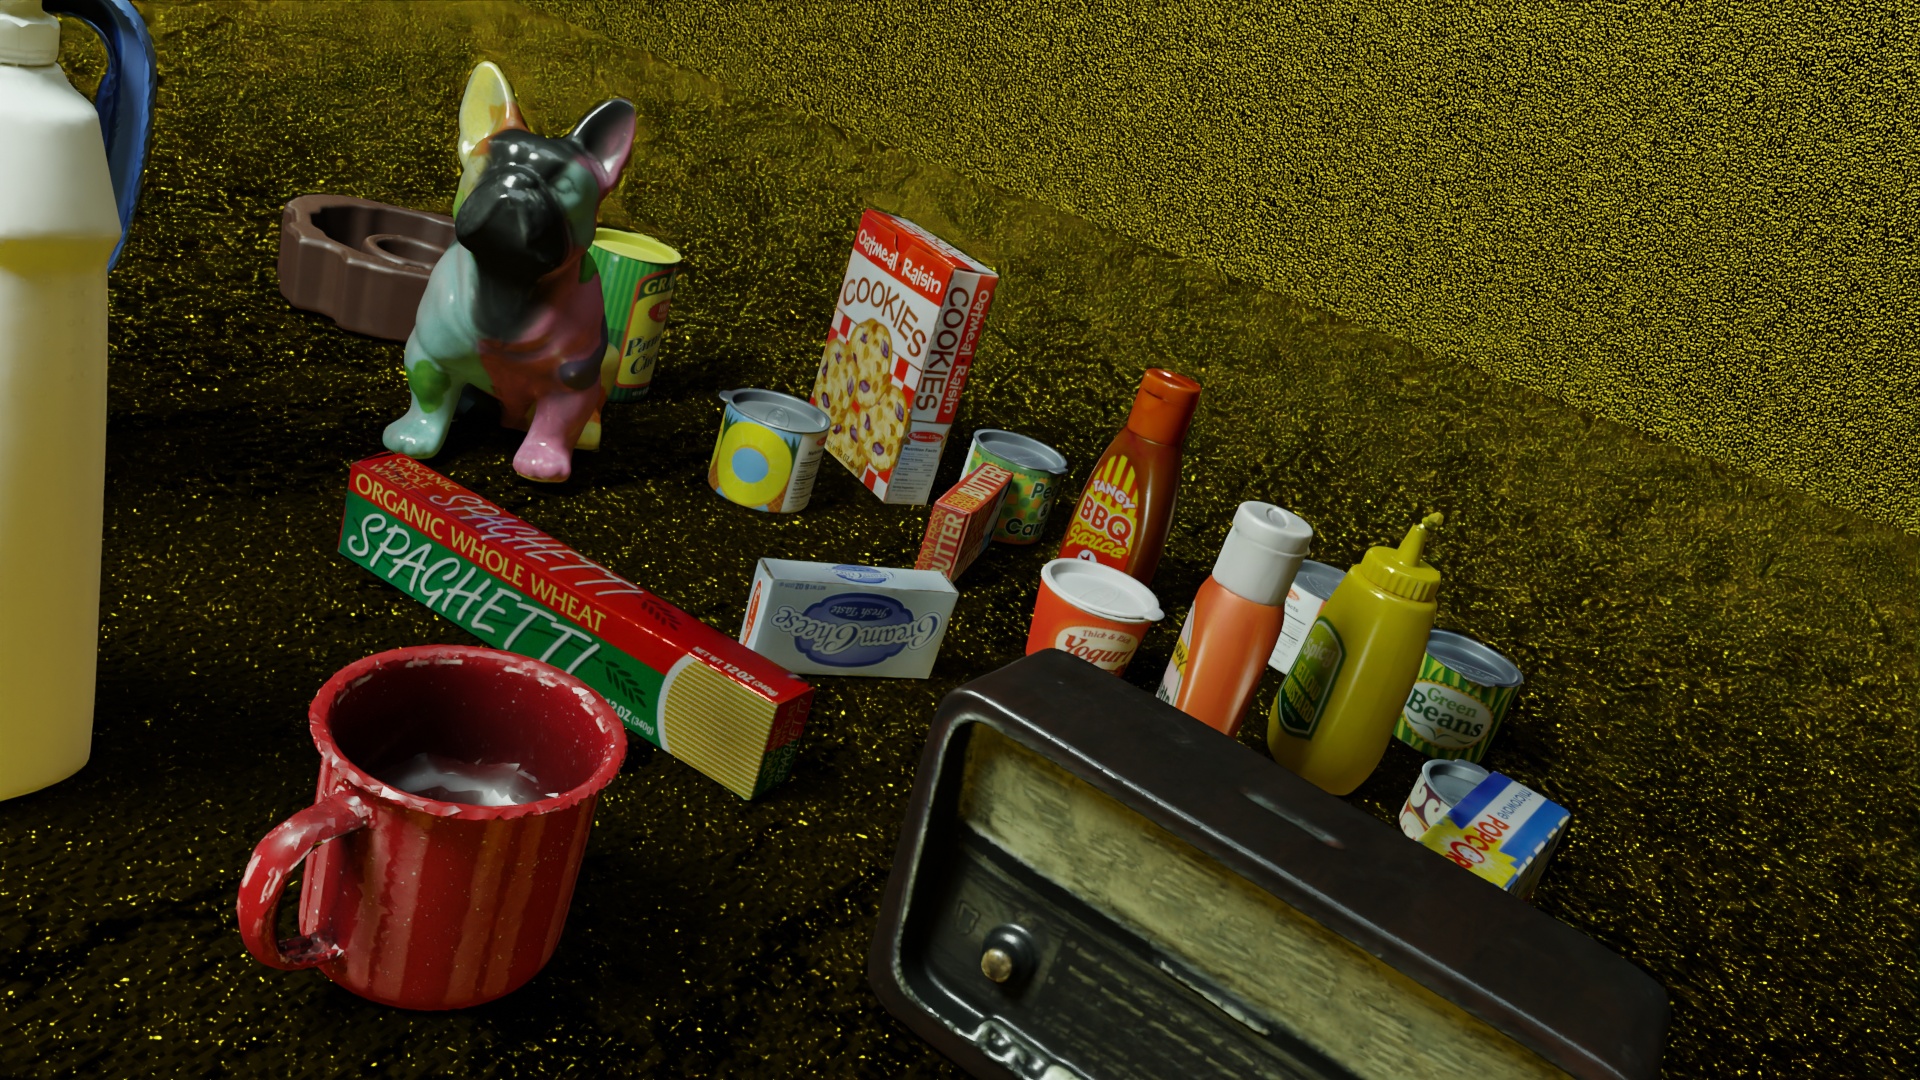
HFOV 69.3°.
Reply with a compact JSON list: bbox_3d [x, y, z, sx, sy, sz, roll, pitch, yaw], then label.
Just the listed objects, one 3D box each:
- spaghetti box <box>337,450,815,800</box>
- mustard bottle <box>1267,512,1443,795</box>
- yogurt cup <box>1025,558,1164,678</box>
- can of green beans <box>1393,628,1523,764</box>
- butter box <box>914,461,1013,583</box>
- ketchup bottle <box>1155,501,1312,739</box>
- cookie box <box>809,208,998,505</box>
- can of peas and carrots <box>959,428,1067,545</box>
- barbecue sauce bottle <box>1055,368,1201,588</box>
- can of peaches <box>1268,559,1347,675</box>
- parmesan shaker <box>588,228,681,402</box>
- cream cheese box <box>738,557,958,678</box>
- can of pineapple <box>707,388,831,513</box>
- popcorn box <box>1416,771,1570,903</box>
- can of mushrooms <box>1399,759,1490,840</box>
[{"bbox_3d":[-0.177,0.032,0.614,0.250,0.050,0.029,26,22,20],"label":"spaghetti box"},{"bbox_3d":[0.212,0.054,0.727,0.049,0.159,0.065,12,21,-16],"label":"mustard bottle"},{"bbox_3d":[0.070,0.048,0.773,0.072,0.053,0.073,16,21,-6],"label":"yogurt cup"},{"bbox_3d":[0.295,0.094,0.839,0.071,0.057,0.071,16,21,-6],"label":"can of green beans"},{"bbox_3d":[0.003,-0.011,0.865,0.024,0.053,0.104,22,21,10],"label":"butter box"},{"bbox_3d":[0.126,0.055,0.671,0.043,0.148,0.065,19,21,1],"label":"ketchup bottle"},{"bbox_3d":[-0.046,-0.126,0.951,0.040,0.166,0.123,2,26,-37],"label":"cookie box"},{"bbox_3d":[0.034,-0.035,0.943,0.071,0.058,0.071,16,21,-6],"label":"can of peas and carrots"},{"bbox_3d":[0.109,-0.033,0.876,0.044,0.148,0.065,-4,30,-45],"label":"barbecue sauce bottle"},{"bbox_3d":[0.228,0.053,0.886,0.071,0.057,0.071,16,21,-6],"label":"can of peaches"},{"bbox_3d":[-0.235,-0.155,0.954,0.071,0.102,0.071,16,21,-6],"label":"parmesan shaker"},{"bbox_3d":[-0.056,0.040,0.690,0.104,0.053,0.024,5,24,-31],"label":"cream cheese box"},{"bbox_3d":[-0.122,-0.057,0.869,0.071,0.057,0.071,16,21,-6],"label":"can of pineapple"},{"bbox_3d":[0.204,0.155,0.577,0.038,0.085,0.127,31,24,29],"label":"popcorn box"},{"bbox_3d":[0.266,0.145,0.723,0.071,0.033,0.071,16,21,-6],"label":"can of mushrooms"}]
